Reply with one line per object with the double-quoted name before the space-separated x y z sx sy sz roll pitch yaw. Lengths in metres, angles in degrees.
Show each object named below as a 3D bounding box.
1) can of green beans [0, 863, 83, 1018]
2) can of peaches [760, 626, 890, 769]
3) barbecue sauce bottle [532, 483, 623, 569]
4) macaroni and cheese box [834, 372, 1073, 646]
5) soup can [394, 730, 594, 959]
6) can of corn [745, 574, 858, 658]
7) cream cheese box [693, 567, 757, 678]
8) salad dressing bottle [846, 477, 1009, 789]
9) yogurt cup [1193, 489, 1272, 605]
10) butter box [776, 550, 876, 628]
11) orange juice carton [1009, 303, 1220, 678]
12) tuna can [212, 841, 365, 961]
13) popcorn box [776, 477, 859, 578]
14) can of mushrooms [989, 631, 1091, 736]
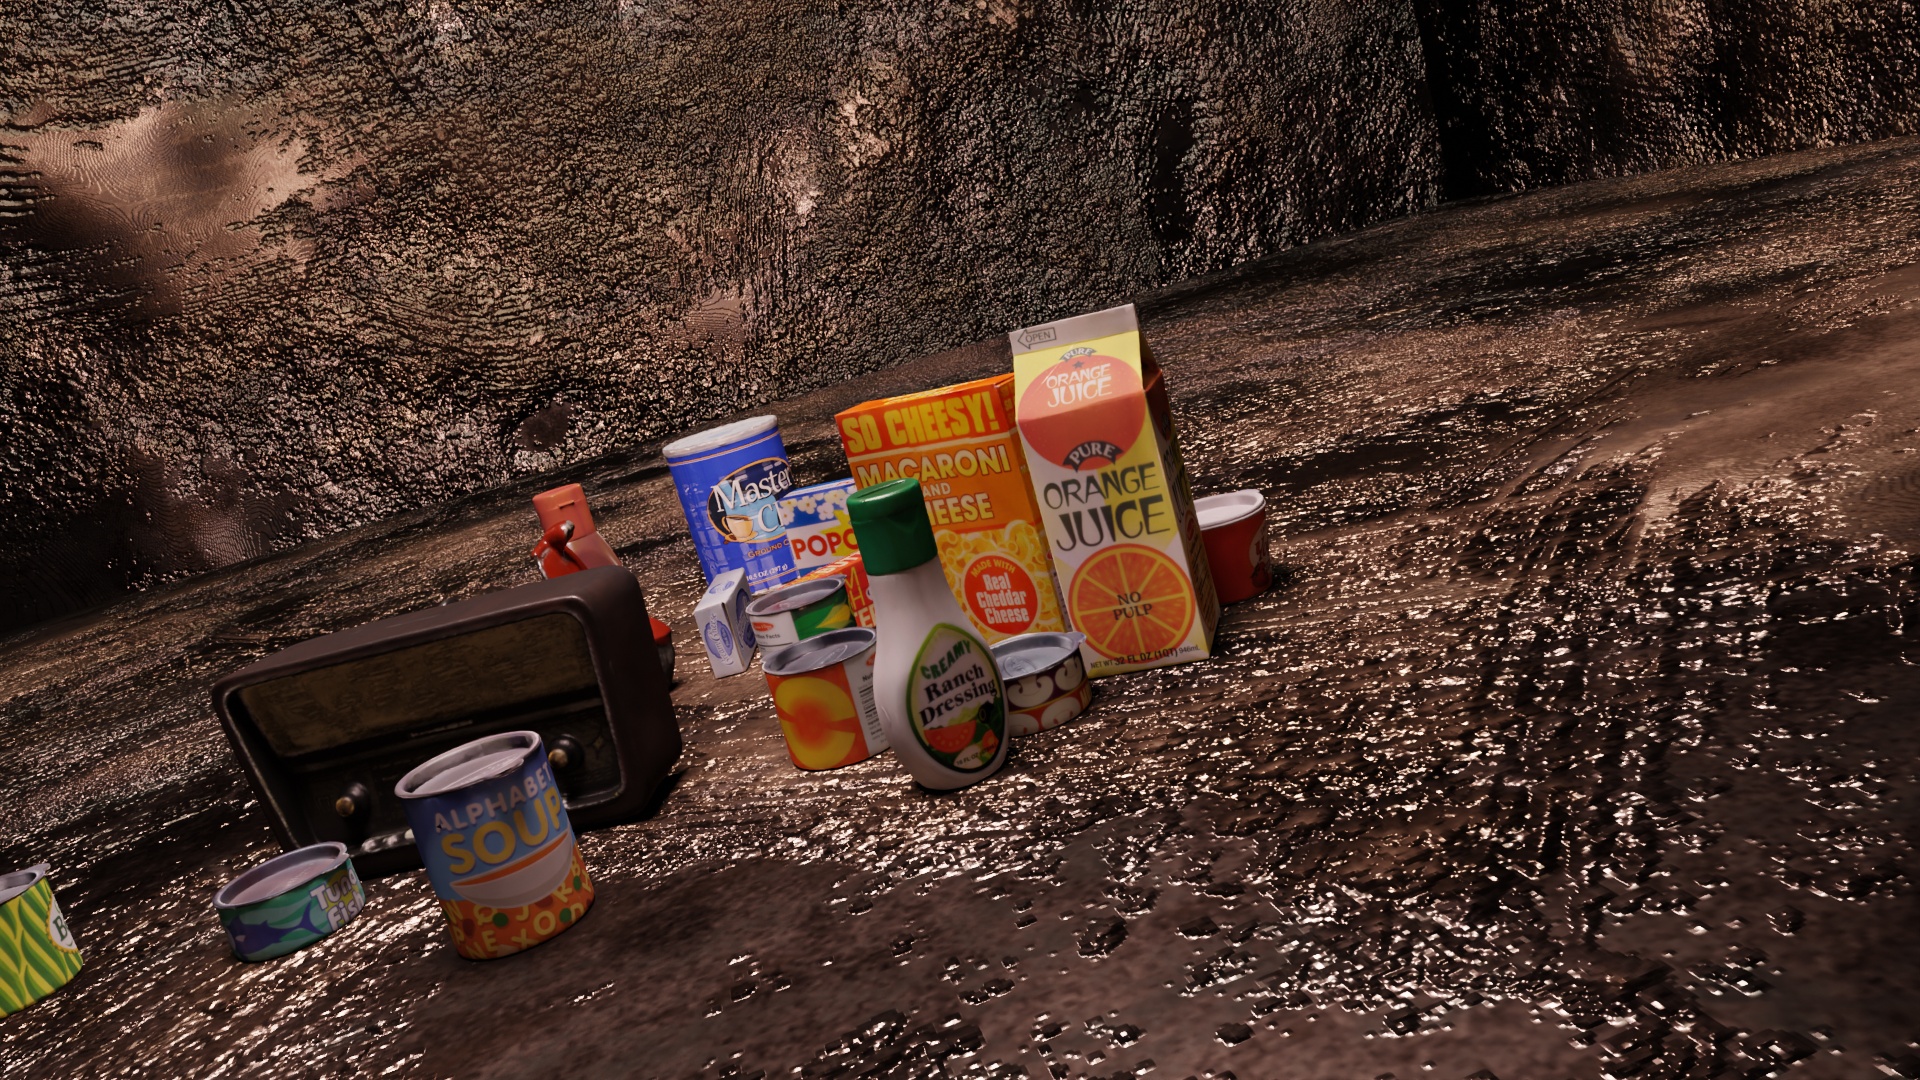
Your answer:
"can of green beans" -0.512 0.216 0.737 0.071 0.057 0.071 -15 12 3
"can of peaches" -0.070 0.086 0.761 0.071 0.058 0.071 -15 12 3
"barbecue sauce bottle" -0.280 0.033 1.045 0.065 0.148 0.043 -22 13 -26
"macaroni and cheese box" 0.003 -0.011 0.842 0.123 0.166 0.040 -7 15 36
"soup can" -0.212 0.140 0.640 0.071 0.083 0.071 -15 12 3
"can of corn" -0.097 0.061 0.903 0.071 0.058 0.071 -15 12 3
"cream cheese box" -0.168 0.059 1.012 0.024 0.053 0.104 -15 12 2
"salad dressing bottle" -0.018 0.045 0.670 0.064 0.147 0.044 -22 13 -27
"yogurt cup" 0.156 0.006 0.842 0.072 0.054 0.072 -15 12 3
"butter box" -0.078 0.040 0.986 0.104 0.053 0.024 -26 15 -38
"orange juice carton" 0.085 -0.030 0.764 0.072 0.192 0.073 -12 12 18
"tuna can" -0.345 0.186 0.720 0.071 0.032 0.071 -15 12 3
"popcorn box" -0.076 -0.008 1.119 0.126 0.085 0.038 -10 13 23
"can of mushrooms" 0.037 0.075 0.735 0.071 0.033 0.071 -15 12 3
